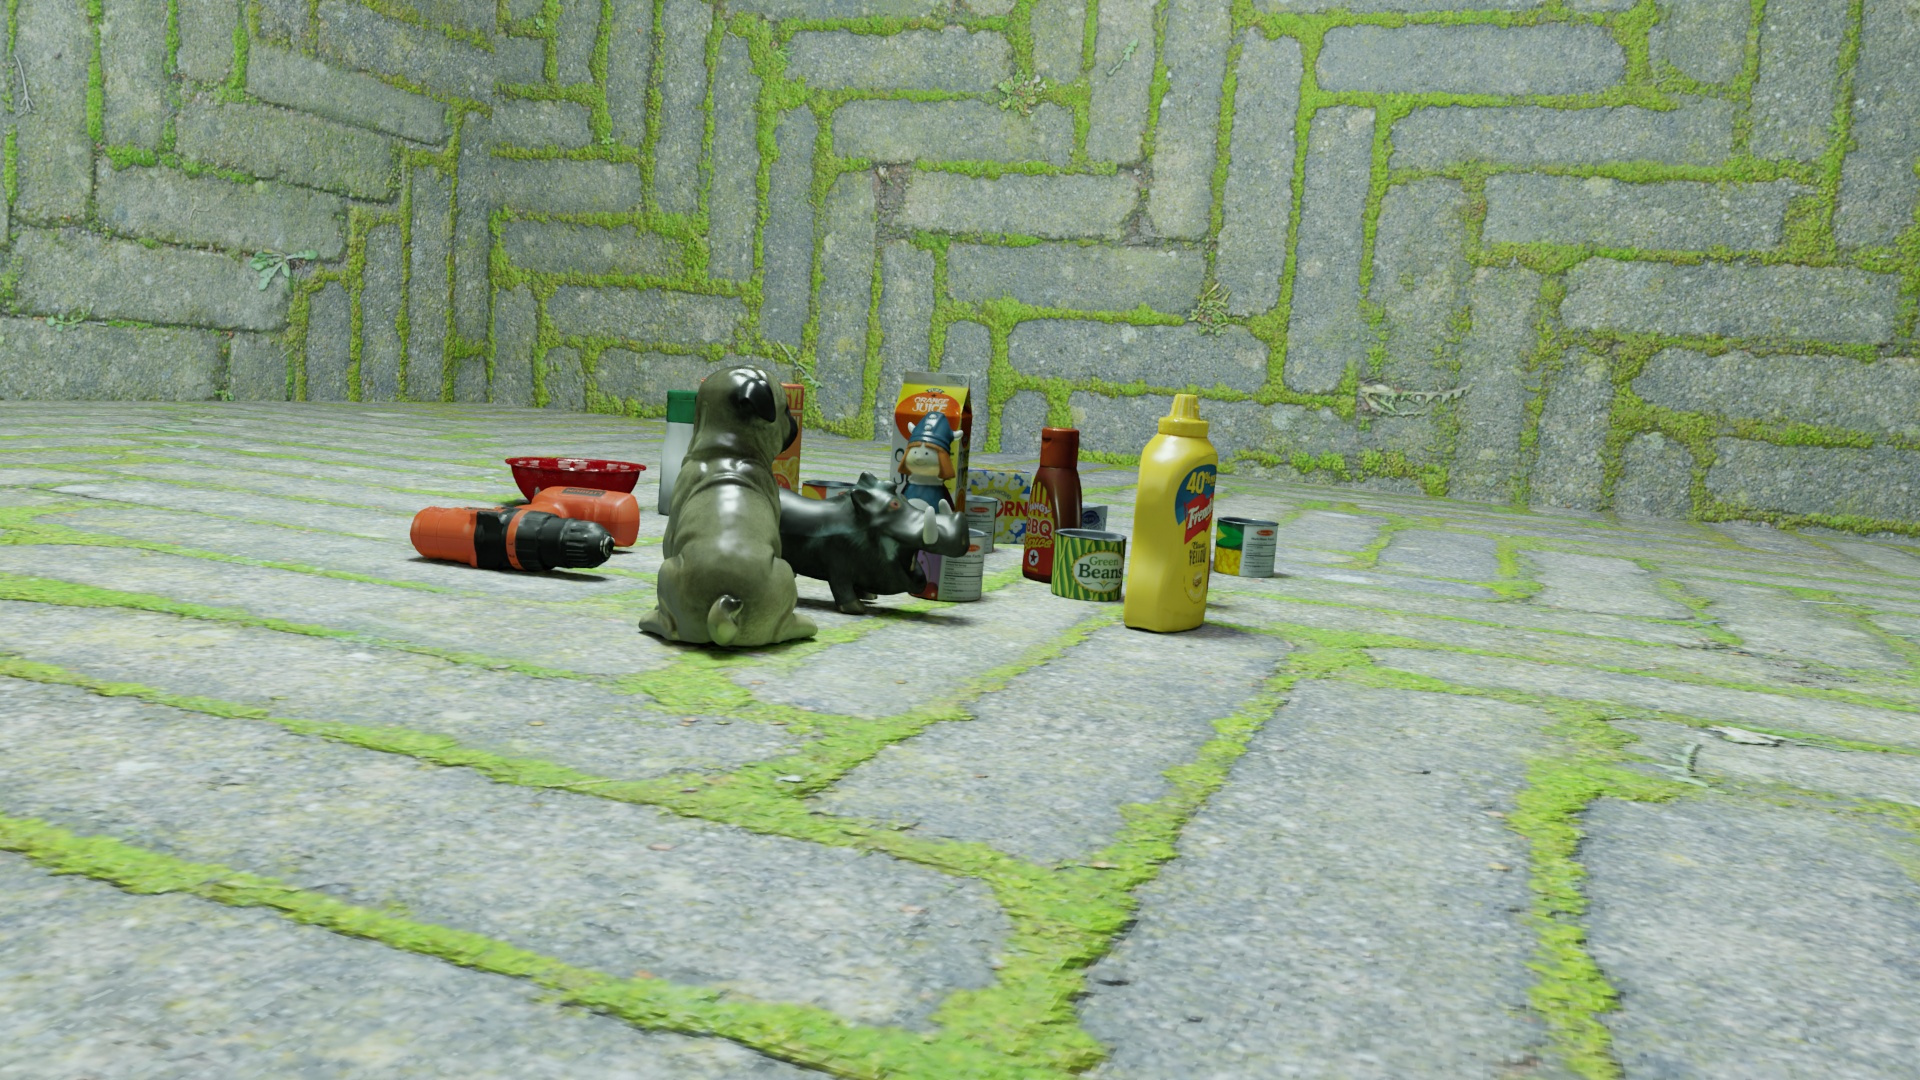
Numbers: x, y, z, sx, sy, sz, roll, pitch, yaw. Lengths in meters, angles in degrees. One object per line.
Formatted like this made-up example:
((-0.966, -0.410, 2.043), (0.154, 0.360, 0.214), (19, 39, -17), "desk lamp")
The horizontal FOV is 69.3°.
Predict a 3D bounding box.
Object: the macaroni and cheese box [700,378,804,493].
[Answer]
((-0.234, -0.094, 1.547), (0.040, 0.166, 0.124), (10, 9, 39), "macaroni and cheese box")

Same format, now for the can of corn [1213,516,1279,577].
((0.309, 0.007, 1.511), (0.071, 0.058, 0.071), (4, 7, 0), "can of corn")

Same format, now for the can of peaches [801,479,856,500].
((-0.150, -0.037, 1.583), (0.071, 0.058, 0.071), (4, 7, 0), "can of peaches")

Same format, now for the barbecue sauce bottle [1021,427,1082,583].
((0.092, -0.035, 1.346), (0.044, 0.148, 0.065), (0, 8, -32), "barbecue sauce bottle")

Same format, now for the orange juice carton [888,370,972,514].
((-0.032, -0.080, 1.454), (0.072, 0.192, 0.073), (5, 7, 9), "orange juice carton")

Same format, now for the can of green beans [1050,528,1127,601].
((0.117, 0.022, 1.273), (0.071, 0.057, 0.071), (4, 7, 0), "can of green beans")

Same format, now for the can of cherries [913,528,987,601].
((-0.013, 0.019, 1.214), (0.071, 0.058, 0.071), (4, 7, 0), "can of cherries")

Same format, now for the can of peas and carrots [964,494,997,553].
((0.005, -0.019, 1.531), (0.071, 0.058, 0.071), (4, 7, 0), "can of peas and carrots")

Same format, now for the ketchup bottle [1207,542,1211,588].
((0.198, -0.016, 1.262), (0.065, 0.148, 0.043), (3, 7, -10), "ketchup bottle")

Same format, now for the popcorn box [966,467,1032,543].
((0.016, -0.041, 1.609), (0.127, 0.085, 0.038), (2, 7, -18), "popcorn box")

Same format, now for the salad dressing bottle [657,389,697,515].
((-0.332, -0.104, 1.645), (0.044, 0.147, 0.064), (5, 7, 6), "salad dressing bottle")

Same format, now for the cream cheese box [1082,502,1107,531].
((0.136, -0.014, 1.590), (0.024, 0.053, 0.104), (8, 8, 29), "cream cheese box")
